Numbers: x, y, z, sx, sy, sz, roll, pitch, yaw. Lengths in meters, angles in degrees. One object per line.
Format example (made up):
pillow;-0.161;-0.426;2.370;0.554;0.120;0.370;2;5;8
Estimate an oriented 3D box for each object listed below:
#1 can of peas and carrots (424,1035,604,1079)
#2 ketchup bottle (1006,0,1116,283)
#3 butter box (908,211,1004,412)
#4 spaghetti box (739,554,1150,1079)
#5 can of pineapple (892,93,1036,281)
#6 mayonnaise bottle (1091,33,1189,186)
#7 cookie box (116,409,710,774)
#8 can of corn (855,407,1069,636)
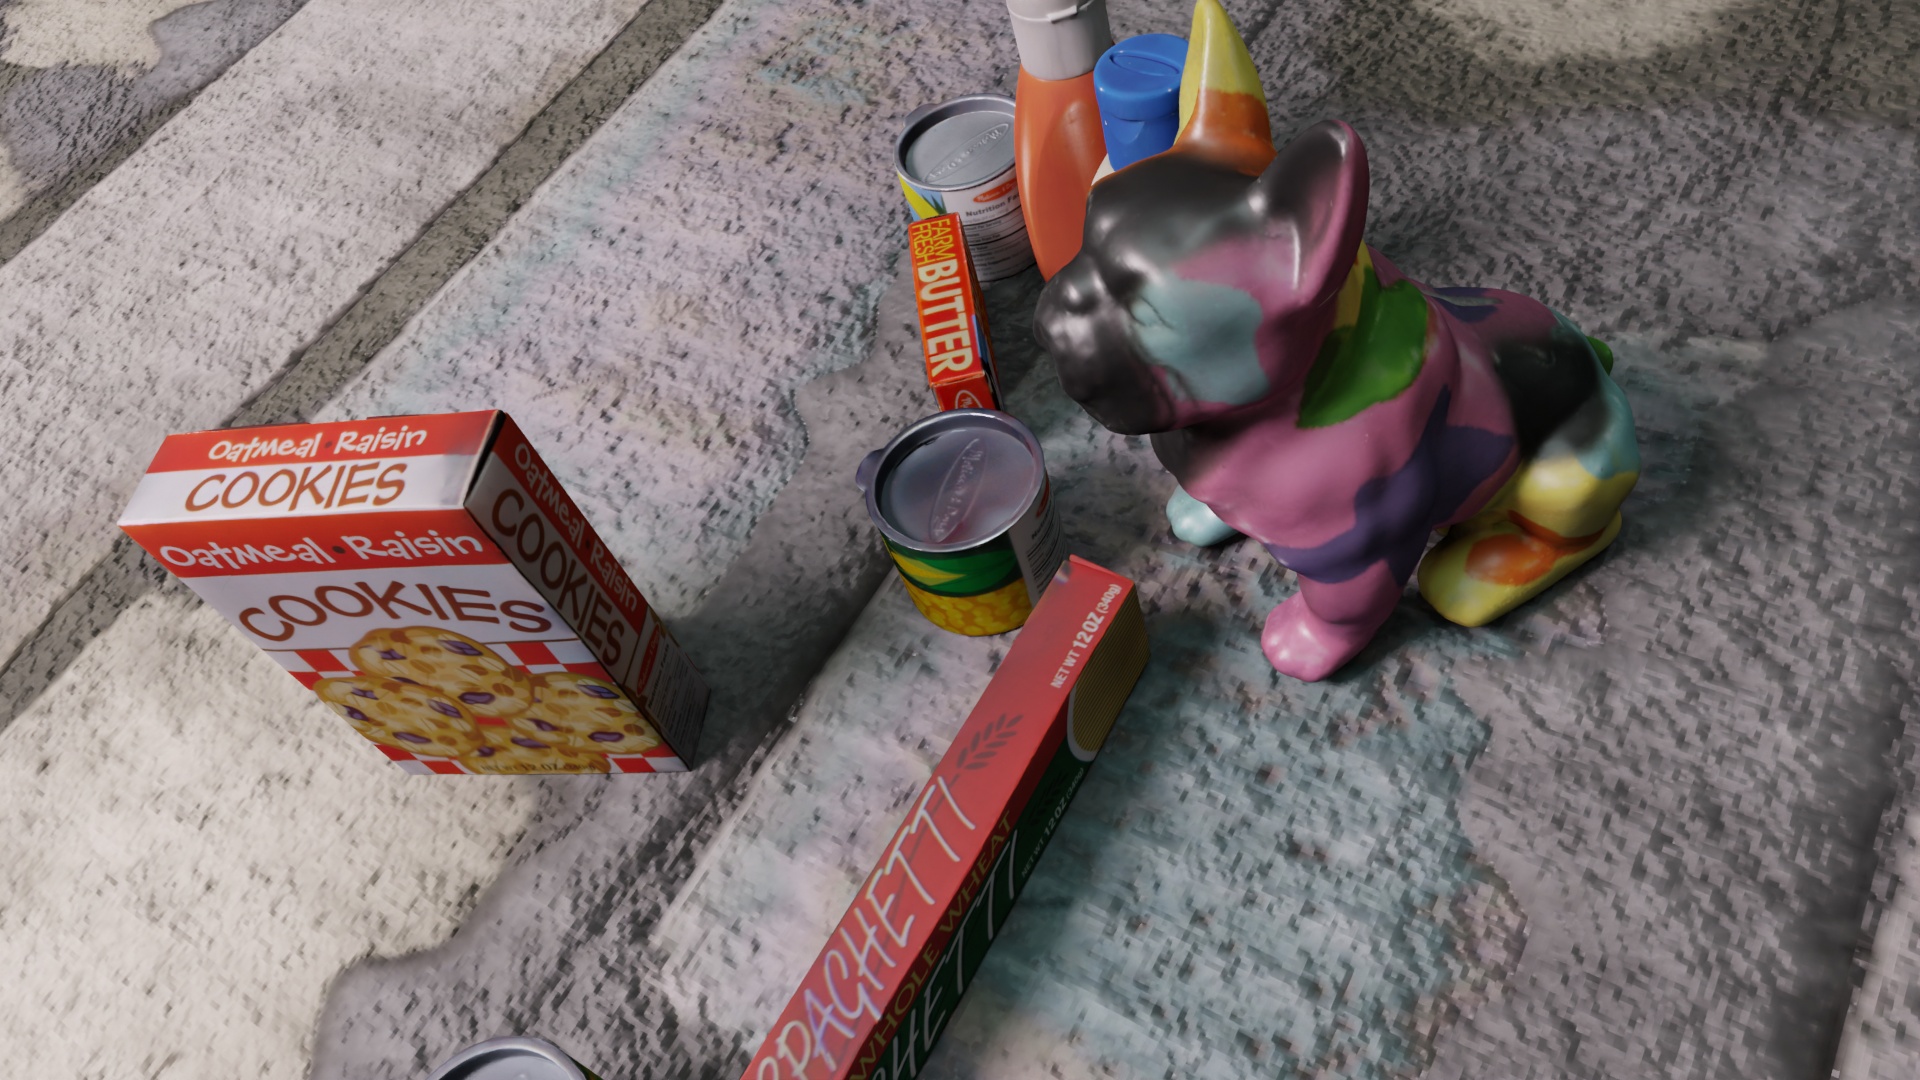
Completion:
can of peas and carrots;-0.123;0.187;0.407;0.071;0.058;0.071;-8;52;11
ketchup bottle;0.050;-0.169;0.572;0.065;0.148;0.044;-16;51;5
butter box;-0.001;-0.085;0.584;0.024;0.053;0.104;-13;51;7
spaghetti box;-0.009;0.116;0.434;0.029;0.050;0.251;19;61;28
can of pineapple;0.008;-0.163;0.638;0.071;0.057;0.071;-8;52;11
mayonnaise bottle;0.079;-0.117;0.524;0.065;0.147;0.041;26;65;31
cookie box;-0.176;0.025;0.477;0.123;0.166;0.040;-3;53;15
can of corn;0.002;-0.007;0.520;0.071;0.058;0.071;-8;52;11
